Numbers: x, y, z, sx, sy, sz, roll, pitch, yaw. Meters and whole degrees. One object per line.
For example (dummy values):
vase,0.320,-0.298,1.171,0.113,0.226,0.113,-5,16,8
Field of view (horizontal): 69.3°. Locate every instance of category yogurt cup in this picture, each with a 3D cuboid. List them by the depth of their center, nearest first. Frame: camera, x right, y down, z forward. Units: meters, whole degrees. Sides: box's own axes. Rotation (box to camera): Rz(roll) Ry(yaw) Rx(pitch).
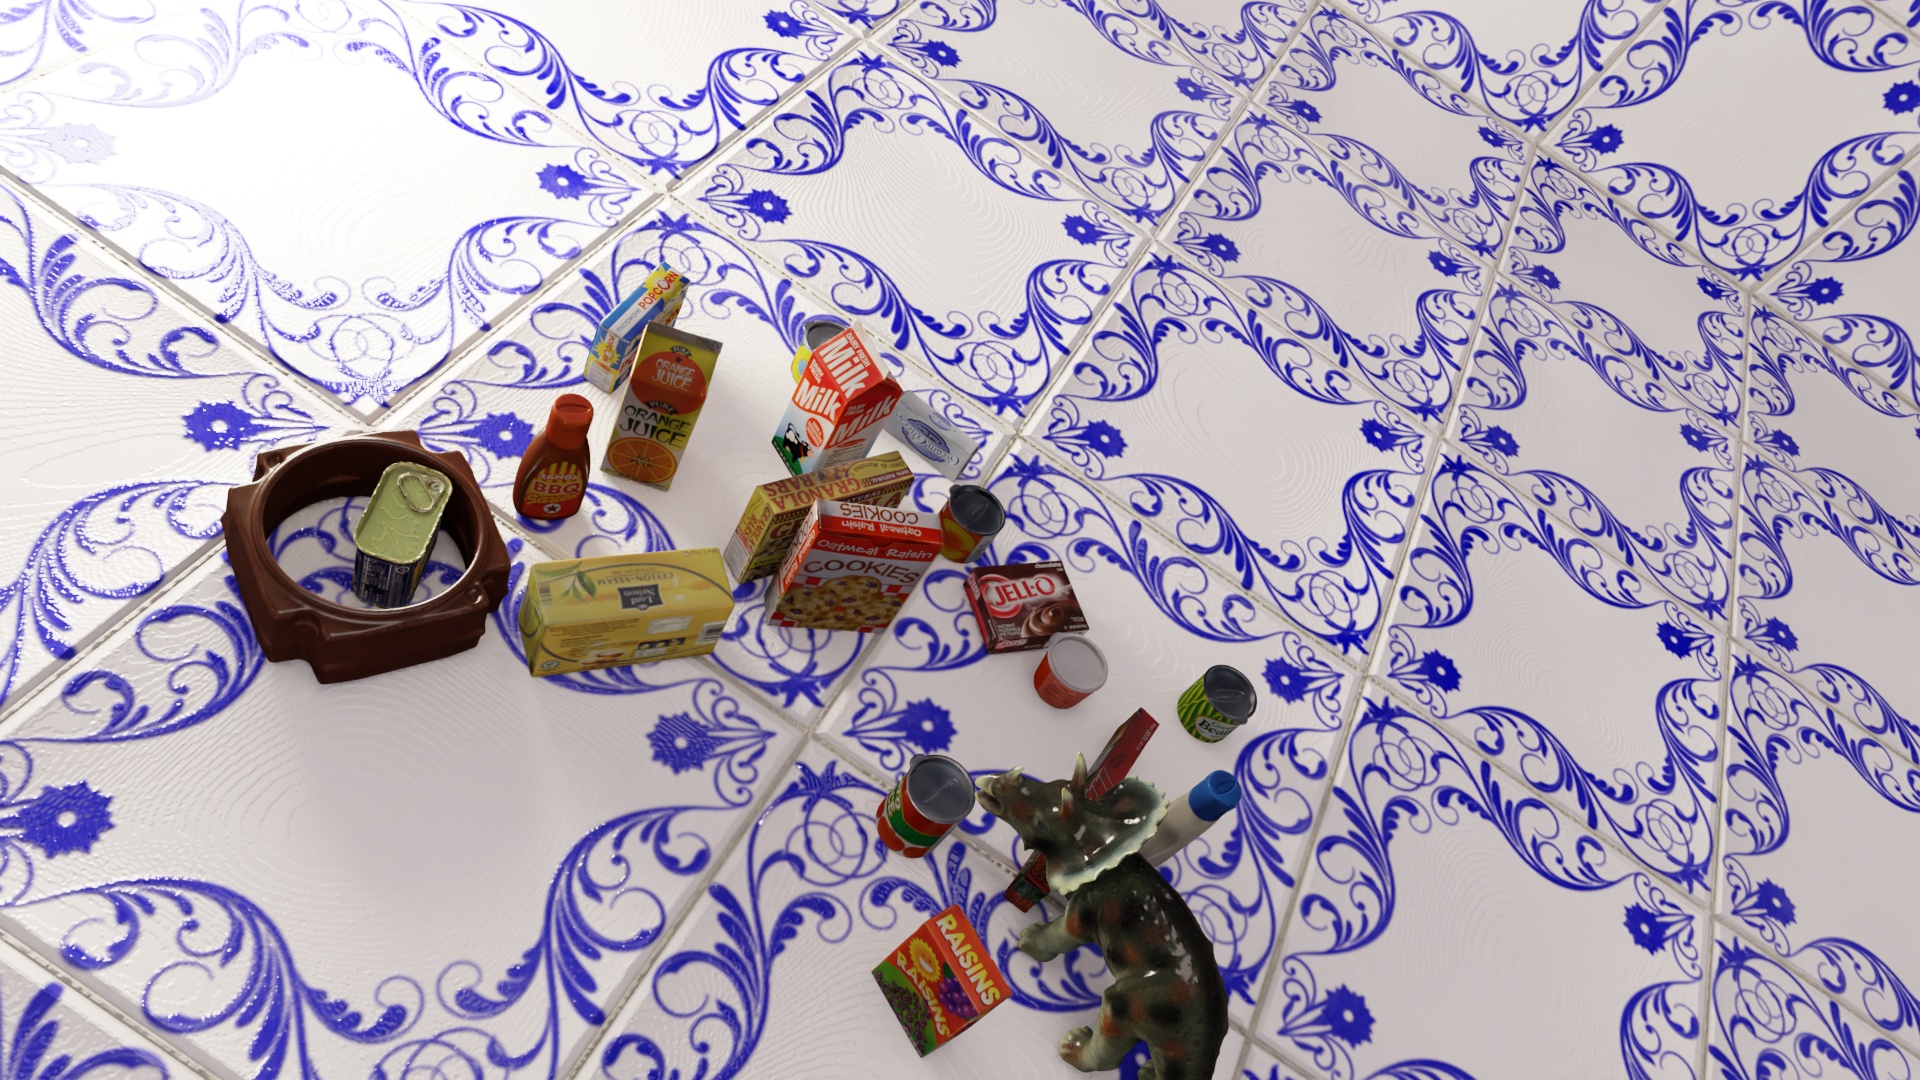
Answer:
yogurt cup,0.111,0.137,1.429,0.072,0.053,0.073,14,51,-18

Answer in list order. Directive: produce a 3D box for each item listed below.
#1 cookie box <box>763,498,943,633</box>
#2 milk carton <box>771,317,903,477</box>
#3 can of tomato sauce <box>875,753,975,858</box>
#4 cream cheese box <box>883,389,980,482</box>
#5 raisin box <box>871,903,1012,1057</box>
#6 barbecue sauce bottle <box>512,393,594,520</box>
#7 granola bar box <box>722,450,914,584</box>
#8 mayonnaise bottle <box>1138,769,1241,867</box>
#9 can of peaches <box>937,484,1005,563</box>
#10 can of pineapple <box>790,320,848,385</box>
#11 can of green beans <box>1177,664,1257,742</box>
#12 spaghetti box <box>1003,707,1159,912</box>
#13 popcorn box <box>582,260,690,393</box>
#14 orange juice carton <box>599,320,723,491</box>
cookie box,-0.104,0.029,1.321,0.123,0.166,0.040,6,54,-24
milk carton,-0.122,-0.139,1.423,0.074,0.189,0.072,-17,66,-36
can of tomato sauce,-0.034,0.240,1.255,0.071,0.082,0.071,14,51,-18
cream cheese box,-0.033,-0.116,1.545,0.104,0.053,0.024,38,47,3
raisin box,-0.017,0.364,1.144,0.040,0.122,0.086,-19,67,-37
barbecue sauce bottle,-0.369,-0.076,1.274,0.065,0.147,0.044,0,56,-28
granola bar box,-0.139,-0.023,1.371,0.166,0.123,0.039,-17,66,-36
mayonnaise bottle,0.214,0.265,1.323,0.065,0.147,0.041,-18,66,-36
can of peaches,0.005,-0.019,1.489,0.071,0.057,0.071,14,51,-18
can of pineapple,-0.151,-0.203,1.546,0.071,0.057,0.071,14,51,-18
can of green beans,0.273,0.175,1.483,0.071,0.057,0.071,14,51,-18
spaghetti box,0.120,0.257,1.346,0.029,0.050,0.251,40,48,4
popcorn box,-0.336,-0.221,1.443,0.038,0.084,0.127,32,47,-2
orange juice carton,-0.286,-0.138,1.334,0.072,0.191,0.073,17,50,-16
